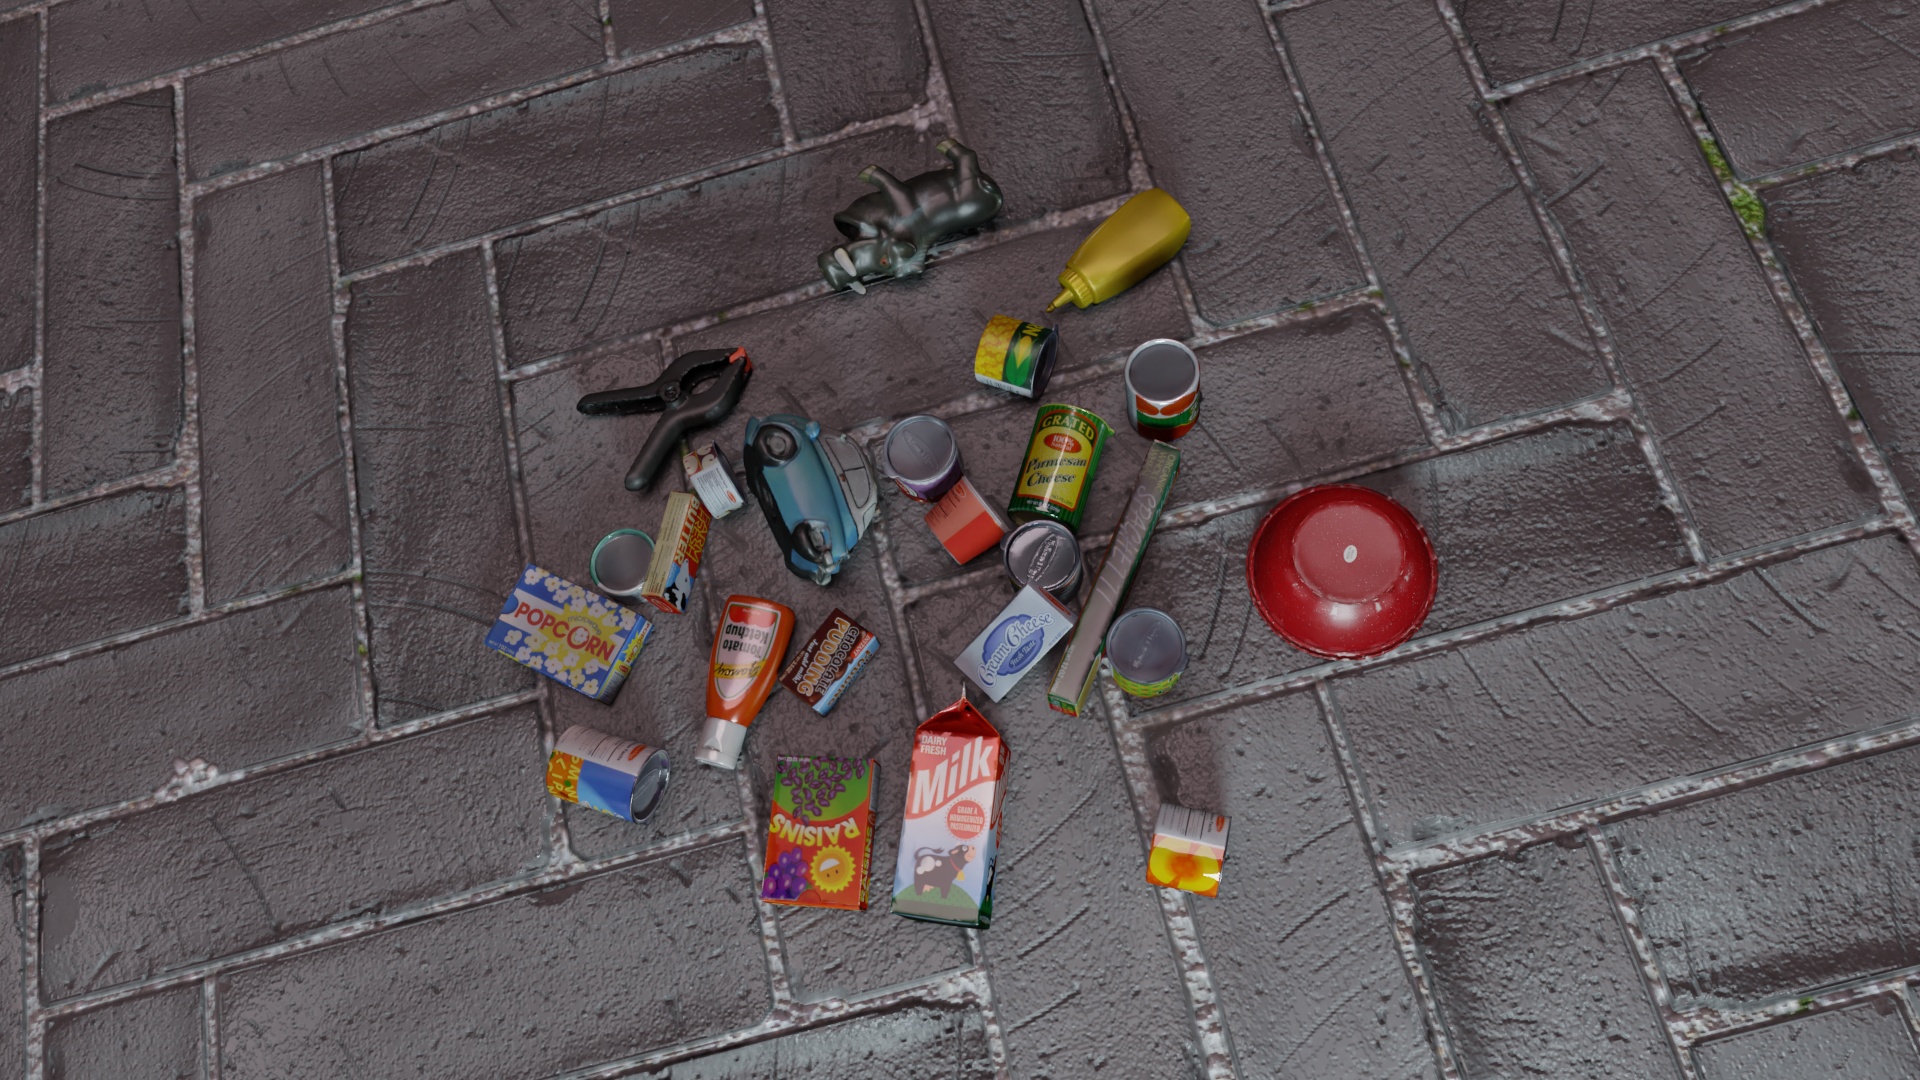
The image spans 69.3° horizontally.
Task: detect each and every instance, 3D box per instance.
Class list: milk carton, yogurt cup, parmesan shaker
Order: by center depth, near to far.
[{"bbox_3d":[-0.003,0.217,1.143,0.073,0.072,0.191,5,71,11],"label":"milk carton"},{"bbox_3d":[0.004,-0.015,1.231,0.054,0.072,0.072,-38,69,3],"label":"yogurt cup"},{"bbox_3d":[0.089,-0.060,1.232,0.071,0.071,0.103,14,73,13],"label":"parmesan shaker"}]

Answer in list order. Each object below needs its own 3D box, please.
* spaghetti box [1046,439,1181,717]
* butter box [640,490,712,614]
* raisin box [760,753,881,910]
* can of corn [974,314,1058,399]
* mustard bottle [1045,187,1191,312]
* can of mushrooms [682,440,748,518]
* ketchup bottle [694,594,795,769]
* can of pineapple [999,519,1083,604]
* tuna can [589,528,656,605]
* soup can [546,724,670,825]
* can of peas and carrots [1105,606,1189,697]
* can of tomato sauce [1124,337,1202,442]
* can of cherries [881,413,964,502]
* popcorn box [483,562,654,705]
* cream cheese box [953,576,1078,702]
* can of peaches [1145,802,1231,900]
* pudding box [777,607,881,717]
[{"bbox_3d":[0.135,0.031,1.201,0.029,0.050,0.250,21,75,13],"label":"spaghetti box"},{"bbox_3d":[-0.258,0.011,1.266,0.024,0.053,0.104,8,71,14],"label":"butter box"},{"bbox_3d":[-0.116,0.245,1.167,0.086,0.040,0.124,2,71,8],"label":"raisin box"},{"bbox_3d":[0.052,-0.172,1.276,0.058,0.071,0.071,19,75,15],"label":"can of corn"},{"bbox_3d":[0.141,-0.264,1.306,0.160,0.048,0.065,-38,69,-5],"label":"mustard bottle"},{"bbox_3d":[-0.226,-0.056,1.280,0.033,0.071,0.071,-29,69,-1],"label":"can of mushrooms"},{"bbox_3d":[-0.194,0.125,1.220,0.065,0.043,0.149,11,73,12],"label":"ketchup bottle"},{"bbox_3d":[0.072,0.020,1.210,0.071,0.057,0.071,-3,70,8],"label":"can of pineapple"},{"bbox_3d":[-0.305,0.021,1.280,0.071,0.032,0.071,-3,71,8],"label":"tuna can"},{"bbox_3d":[-0.304,0.203,1.198,0.084,0.071,0.071,14,73,14],"label":"soup can"},{"bbox_3d":[0.159,0.096,1.169,0.071,0.058,0.071,-2,71,7],"label":"can of peas and carrots"},{"bbox_3d":[0.182,-0.134,1.235,0.071,0.083,0.071,-3,71,8],"label":"can of tomato sauce"},{"bbox_3d":[-0.035,-0.073,1.259,0.071,0.058,0.071,-2,71,7],"label":"can of cherries"},{"bbox_3d":[-0.355,0.085,1.261,0.127,0.038,0.085,23,76,15],"label":"popcorn box"},{"bbox_3d":[0.046,0.084,1.176,0.053,0.024,0.103,42,114,2],"label":"cream cheese box"},{"bbox_3d":[0.182,0.249,1.108,0.058,0.071,0.071,11,73,12],"label":"can of peaches"},{"bbox_3d":[-0.115,0.107,1.221,0.050,0.030,0.084,36,79,17],"label":"pudding box"}]
